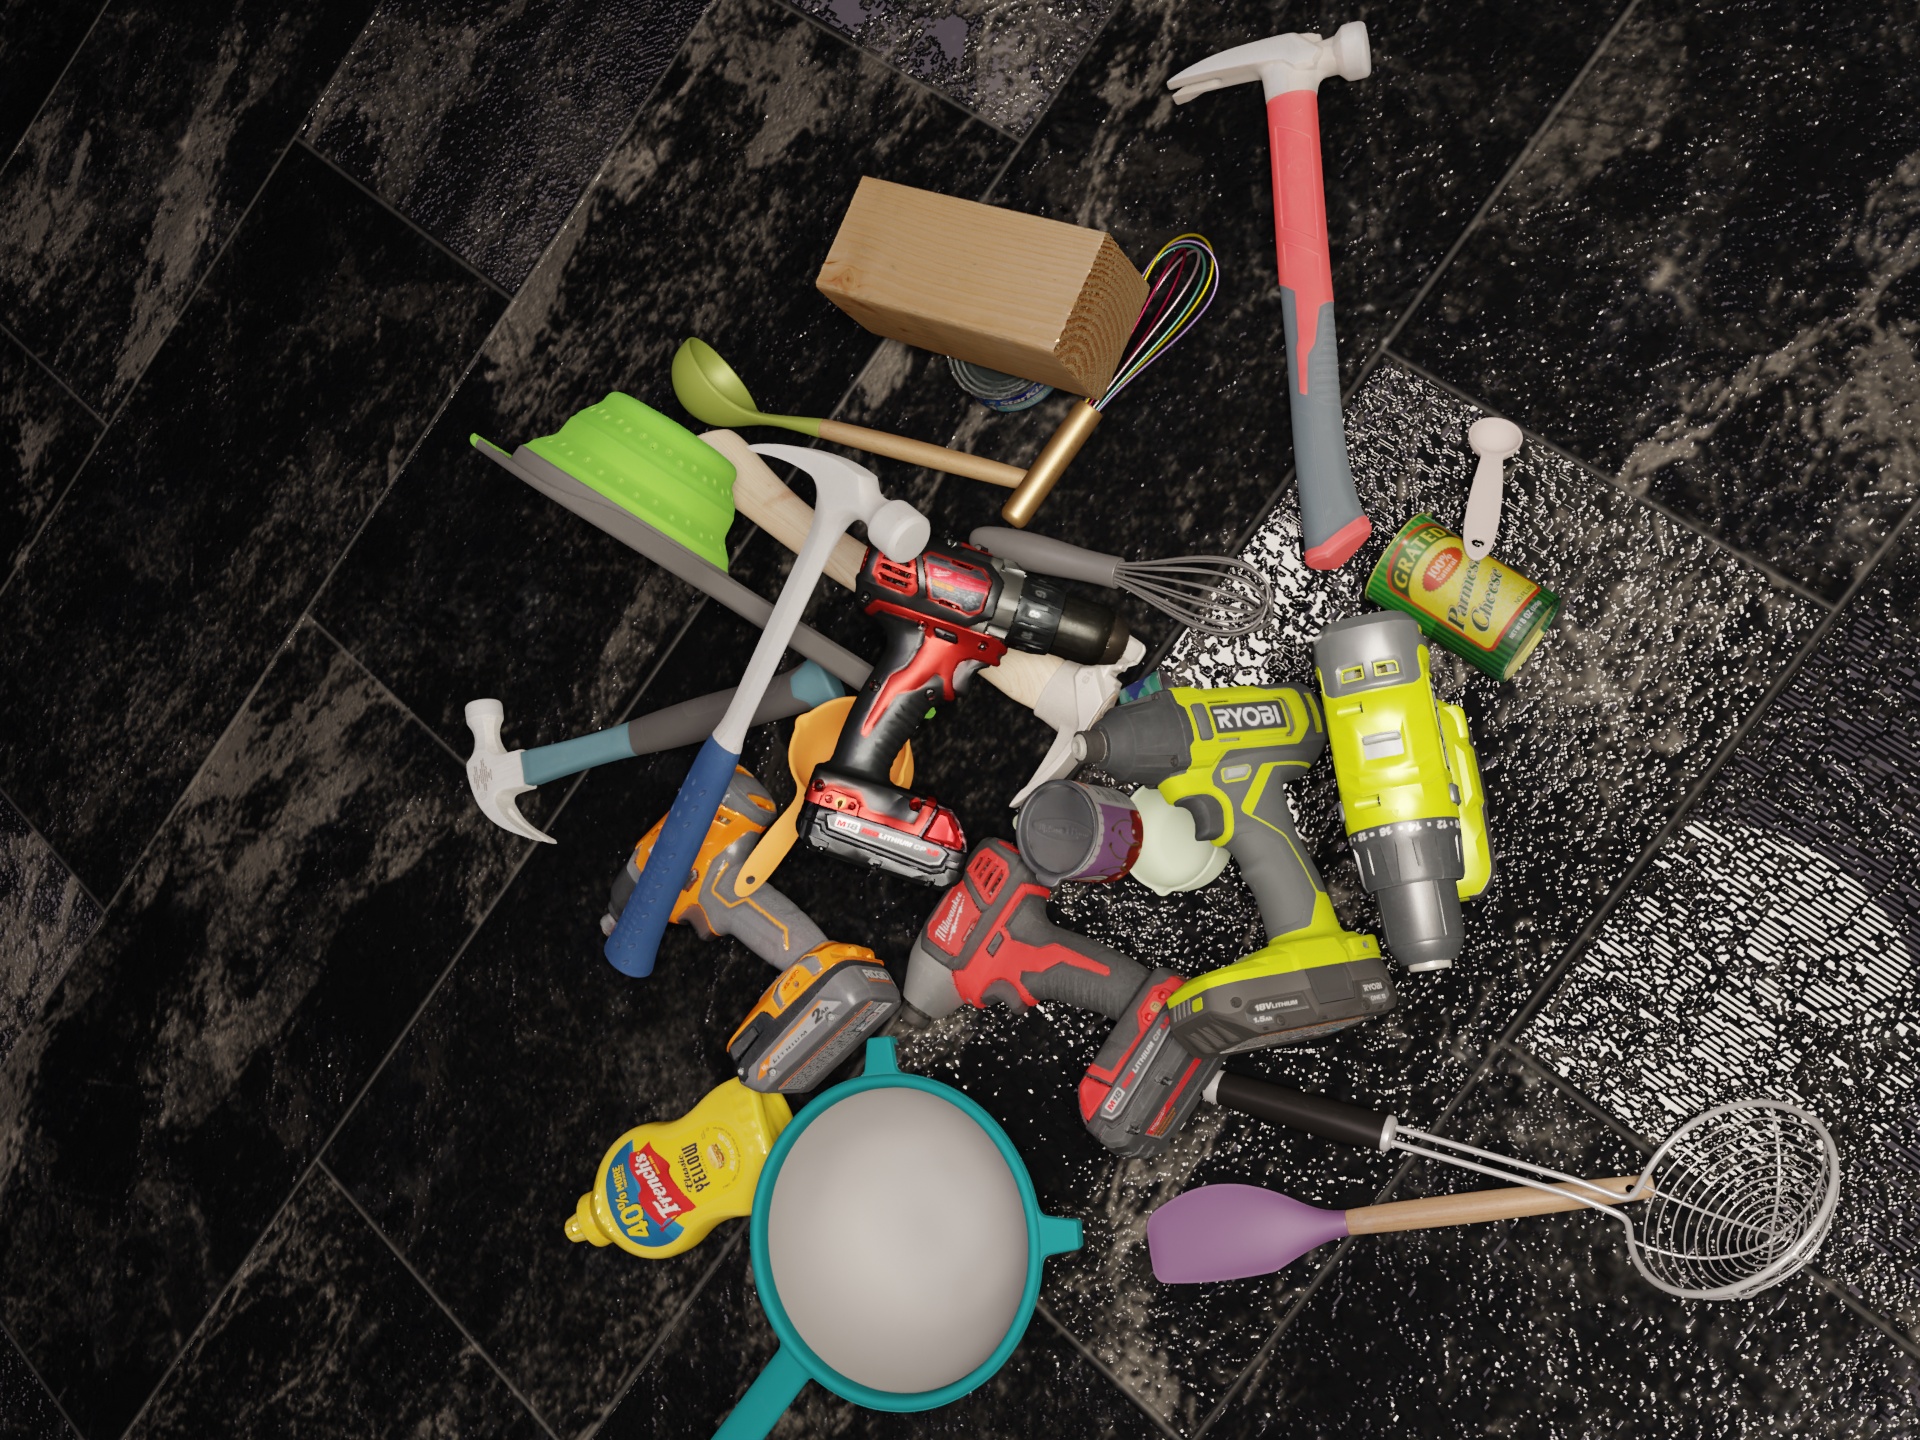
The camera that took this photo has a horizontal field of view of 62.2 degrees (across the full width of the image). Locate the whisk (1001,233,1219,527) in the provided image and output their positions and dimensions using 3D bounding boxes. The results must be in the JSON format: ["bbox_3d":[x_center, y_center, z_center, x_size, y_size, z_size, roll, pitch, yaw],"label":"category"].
[{"bbox_3d":[0.103,-0.245,1.142,0.051,0.047,0.245,36,93,23],"label":"whisk"}]

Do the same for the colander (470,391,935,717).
[{"bbox_3d":[-0.167,-0.136,1.164,0.397,0.204,0.094,32,90,13],"label":"colander"}]

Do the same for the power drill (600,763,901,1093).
[{"bbox_3d":[-0.165,0.162,1.166,0.164,0.084,0.227,-44,65,10],"label":"power drill"}]

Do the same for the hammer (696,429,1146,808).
[{"bbox_3d":[-0.064,-0.097,1.193,0.411,0.038,0.146,34,96,23],"label":"hammer"}]

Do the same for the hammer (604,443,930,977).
[{"bbox_3d":[-0.157,0.002,1.075,0.144,0.035,0.405,41,116,30],"label":"hammer"}]

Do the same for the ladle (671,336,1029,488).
[{"bbox_3d":[-0.079,-0.228,1.211,0.320,0.078,0.062,17,97,17],"label":"ladle"}]

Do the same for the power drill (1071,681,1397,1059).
[{"bbox_3d":[0.167,0.086,0.983,0.171,0.080,0.223,-5,68,-24],"label":"power drill"}]

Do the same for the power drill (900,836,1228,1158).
[{"bbox_3d":[0.061,0.188,1.063,0.220,0.078,0.143,33,89,32],"label":"power drill"}]

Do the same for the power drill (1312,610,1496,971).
[{"bbox_3d":[0.264,0.051,0.933,0.080,0.228,0.191,-12,77,19],"label":"power drill"}]

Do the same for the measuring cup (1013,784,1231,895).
[{"bbox_3d":[0.113,0.077,1.100,0.168,0.038,0.083,1,83,38],"label":"measuring cup"}]

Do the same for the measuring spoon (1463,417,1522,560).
[{"bbox_3d":[0.339,-0.147,1.028,0.034,0.018,0.124,12,58,13],"label":"measuring spoon"}]

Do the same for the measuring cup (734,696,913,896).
[{"bbox_3d":[-0.101,0.064,1.143,0.095,0.052,0.174,31,71,20],"label":"measuring cup"}]

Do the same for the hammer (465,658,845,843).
[{"bbox_3d":[-0.244,0.009,1.245,0.331,0.033,0.128,-15,75,18],"label":"hammer"}]

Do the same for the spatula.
[{"bbox_3d":[0.269,0.311,1.002,0.316,0.018,0.060,-13,70,20],"label":"spatula"}]

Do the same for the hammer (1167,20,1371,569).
[{"bbox_3d":[0.226,-0.293,1.111,0.143,0.038,0.386,-6,79,22],"label":"hammer"}]

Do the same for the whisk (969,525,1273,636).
[{"bbox_3d":[0.109,-0.105,1.121,0.239,0.055,0.055,16,87,27],"label":"whisk"}]

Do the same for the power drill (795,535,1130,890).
[{"bbox_3d":[-0.002,-0.003,1.071,0.188,0.080,0.227,18,89,-4],"label":"power drill"}]

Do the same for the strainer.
[{"bbox_3d":[-0.067,0.395,1.079,0.211,0.095,0.340,40,98,25],"label":"strainer"}]

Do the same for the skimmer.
[{"bbox_3d":[0.313,0.246,0.945,0.363,0.090,0.127,10,48,29],"label":"skimmer"}]
